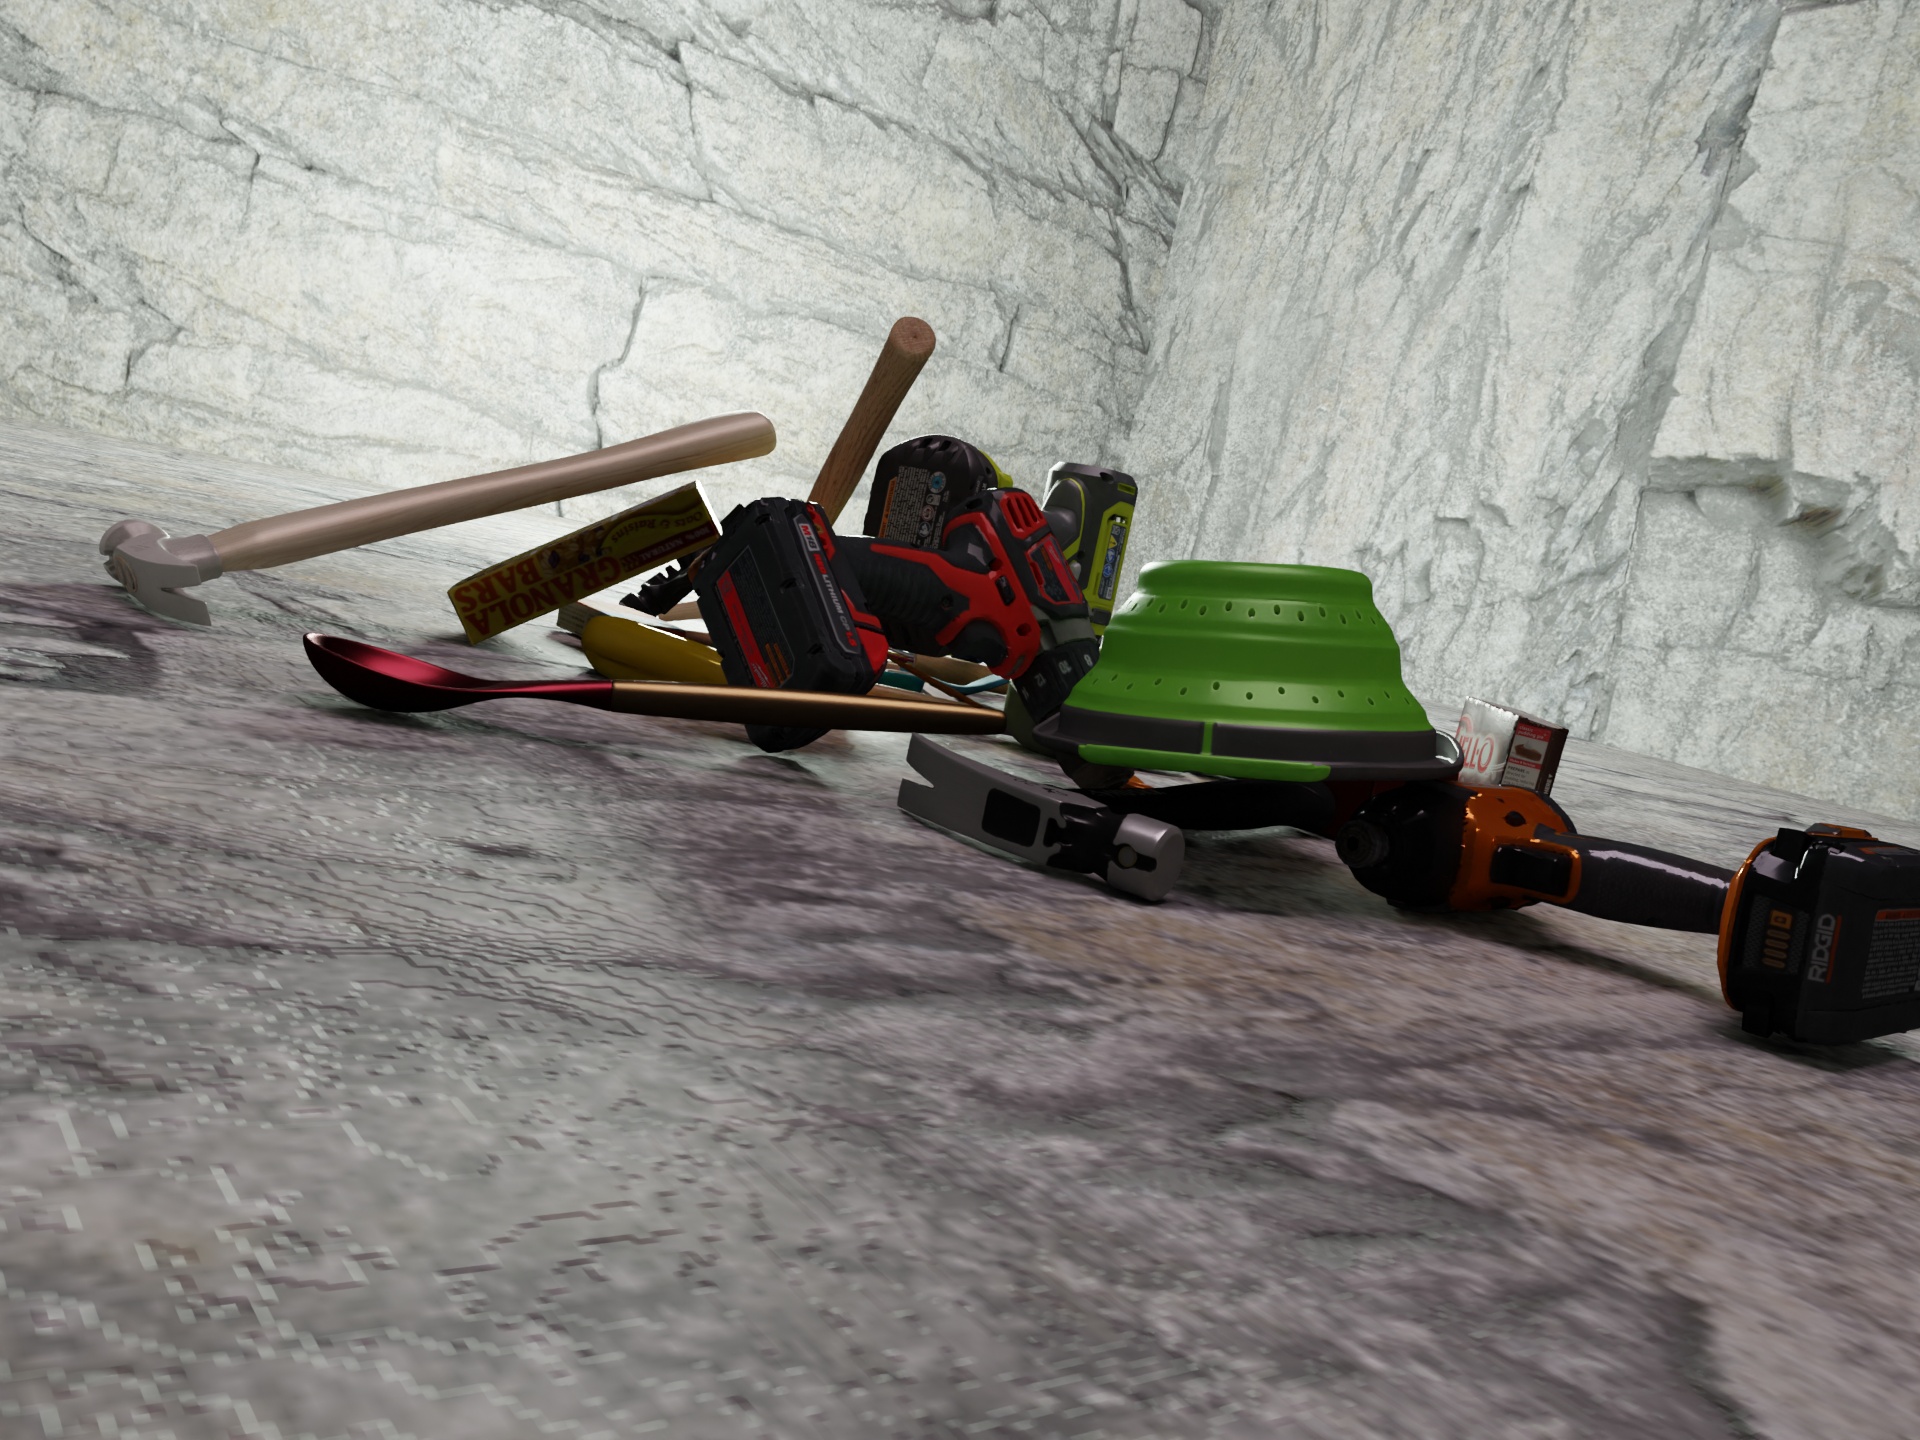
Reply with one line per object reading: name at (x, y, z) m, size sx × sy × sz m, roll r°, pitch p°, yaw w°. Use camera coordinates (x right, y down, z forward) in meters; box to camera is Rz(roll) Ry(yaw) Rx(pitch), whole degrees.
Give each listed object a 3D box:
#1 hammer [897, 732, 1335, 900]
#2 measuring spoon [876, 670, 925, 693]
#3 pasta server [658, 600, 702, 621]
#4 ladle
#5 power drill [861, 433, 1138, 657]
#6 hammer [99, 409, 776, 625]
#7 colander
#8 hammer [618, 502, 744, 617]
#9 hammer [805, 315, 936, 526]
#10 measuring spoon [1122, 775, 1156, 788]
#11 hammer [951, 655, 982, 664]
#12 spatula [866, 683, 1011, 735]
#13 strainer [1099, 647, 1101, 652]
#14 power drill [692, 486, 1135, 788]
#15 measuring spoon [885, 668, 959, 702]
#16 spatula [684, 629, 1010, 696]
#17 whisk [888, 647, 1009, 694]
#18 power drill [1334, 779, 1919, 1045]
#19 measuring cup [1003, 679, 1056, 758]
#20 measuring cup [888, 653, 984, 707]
hammer at (0.106, 0.043, 0.801) m, size 0.146 × 0.035 × 0.334 m, roll 17°, pitch 8°, yaw 32°
measuring spoon at (-0.082, -0.027, 1.090) m, size 0.128 × 0.021 × 0.042 m, roll 9°, pitch -4°, yaw -33°
pasta server at (-0.101, -0.116, 1.341) m, size 0.316 × 0.040 × 0.060 m, roll -7°, pitch -17°, yaw 5°
ladle at (-0.132, -0.011, 0.724) m, size 0.315 × 0.031 × 0.069 m, roll 4°, pitch 8°, yaw -12°
power drill at (0.031, -0.090, 1.069) m, size 0.080 × 0.190 × 0.228 m, roll 15°, pitch 6°, yaw 35°
hammer at (-0.285, -0.135, 0.964) m, size 0.410 × 0.038 × 0.146 m, roll -21°, pitch 27°, yaw -35°
colander at (0.167, -0.033, 0.842) m, size 0.204 × 0.094 × 0.397 m, roll 5°, pitch 4°, yaw 20°
hammer at (-0.166, -0.109, 1.097) m, size 0.034 × 0.127 × 0.337 m, roll 52°, pitch -11°, yaw -13°
hammer at (-0.090, -0.139, 1.042) m, size 0.031 × 0.130 × 0.331 m, roll 24°, pitch -37°, yaw -11°
measuring spoon at (0.095, 0.037, 0.945) m, size 0.021 × 0.011 × 0.117 m, roll 11°, pitch 3°, yaw -7°
hammer at (0.004, -0.078, 1.370) m, size 0.144 × 0.035 × 0.405 m, roll 11°, pitch -2°, yaw -1°
spatula at (-0.002, -0.003, 1.062) m, size 0.316 × 0.018 × 0.060 m, roll 12°, pitch 14°, yaw -4°
strainer at (0.209, -0.020, 1.357) m, size 0.151 × 0.069 × 0.256 m, roll 12°, pitch 6°, yaw 21°
power drill at (-0.011, -0.037, 0.853) m, size 0.226 × 0.188 × 0.080 m, roll -7°, pitch -24°, yaw -42°
measuring spoon at (-0.018, -0.011, 1.133) m, size 0.034 × 0.018 × 0.124 m, roll 9°, pitch 14°, yaw -35°
spatula at (-0.072, -0.050, 1.219) m, size 0.317 × 0.044 × 0.082 m, roll 8°, pitch 0°, yaw -18°
whisk at (-0.060, -0.055, 1.294) m, size 0.244 × 0.051 × 0.047 m, roll 12°, pitch 0°, yaw -31°
power drill at (0.284, 0.072, 0.693) m, size 0.164 × 0.084 × 0.227 m, roll 5°, pitch 5°, yaw -43°
measuring cup at (0.099, -0.006, 1.058) m, size 0.167 × 0.038 × 0.083 m, roll -5°, pitch 31°, yaw -41°
measuring cup at (-0.067, -0.024, 1.015) m, size 0.173 × 0.052 × 0.095 m, roll 26°, pitch 0°, yaw -21°
